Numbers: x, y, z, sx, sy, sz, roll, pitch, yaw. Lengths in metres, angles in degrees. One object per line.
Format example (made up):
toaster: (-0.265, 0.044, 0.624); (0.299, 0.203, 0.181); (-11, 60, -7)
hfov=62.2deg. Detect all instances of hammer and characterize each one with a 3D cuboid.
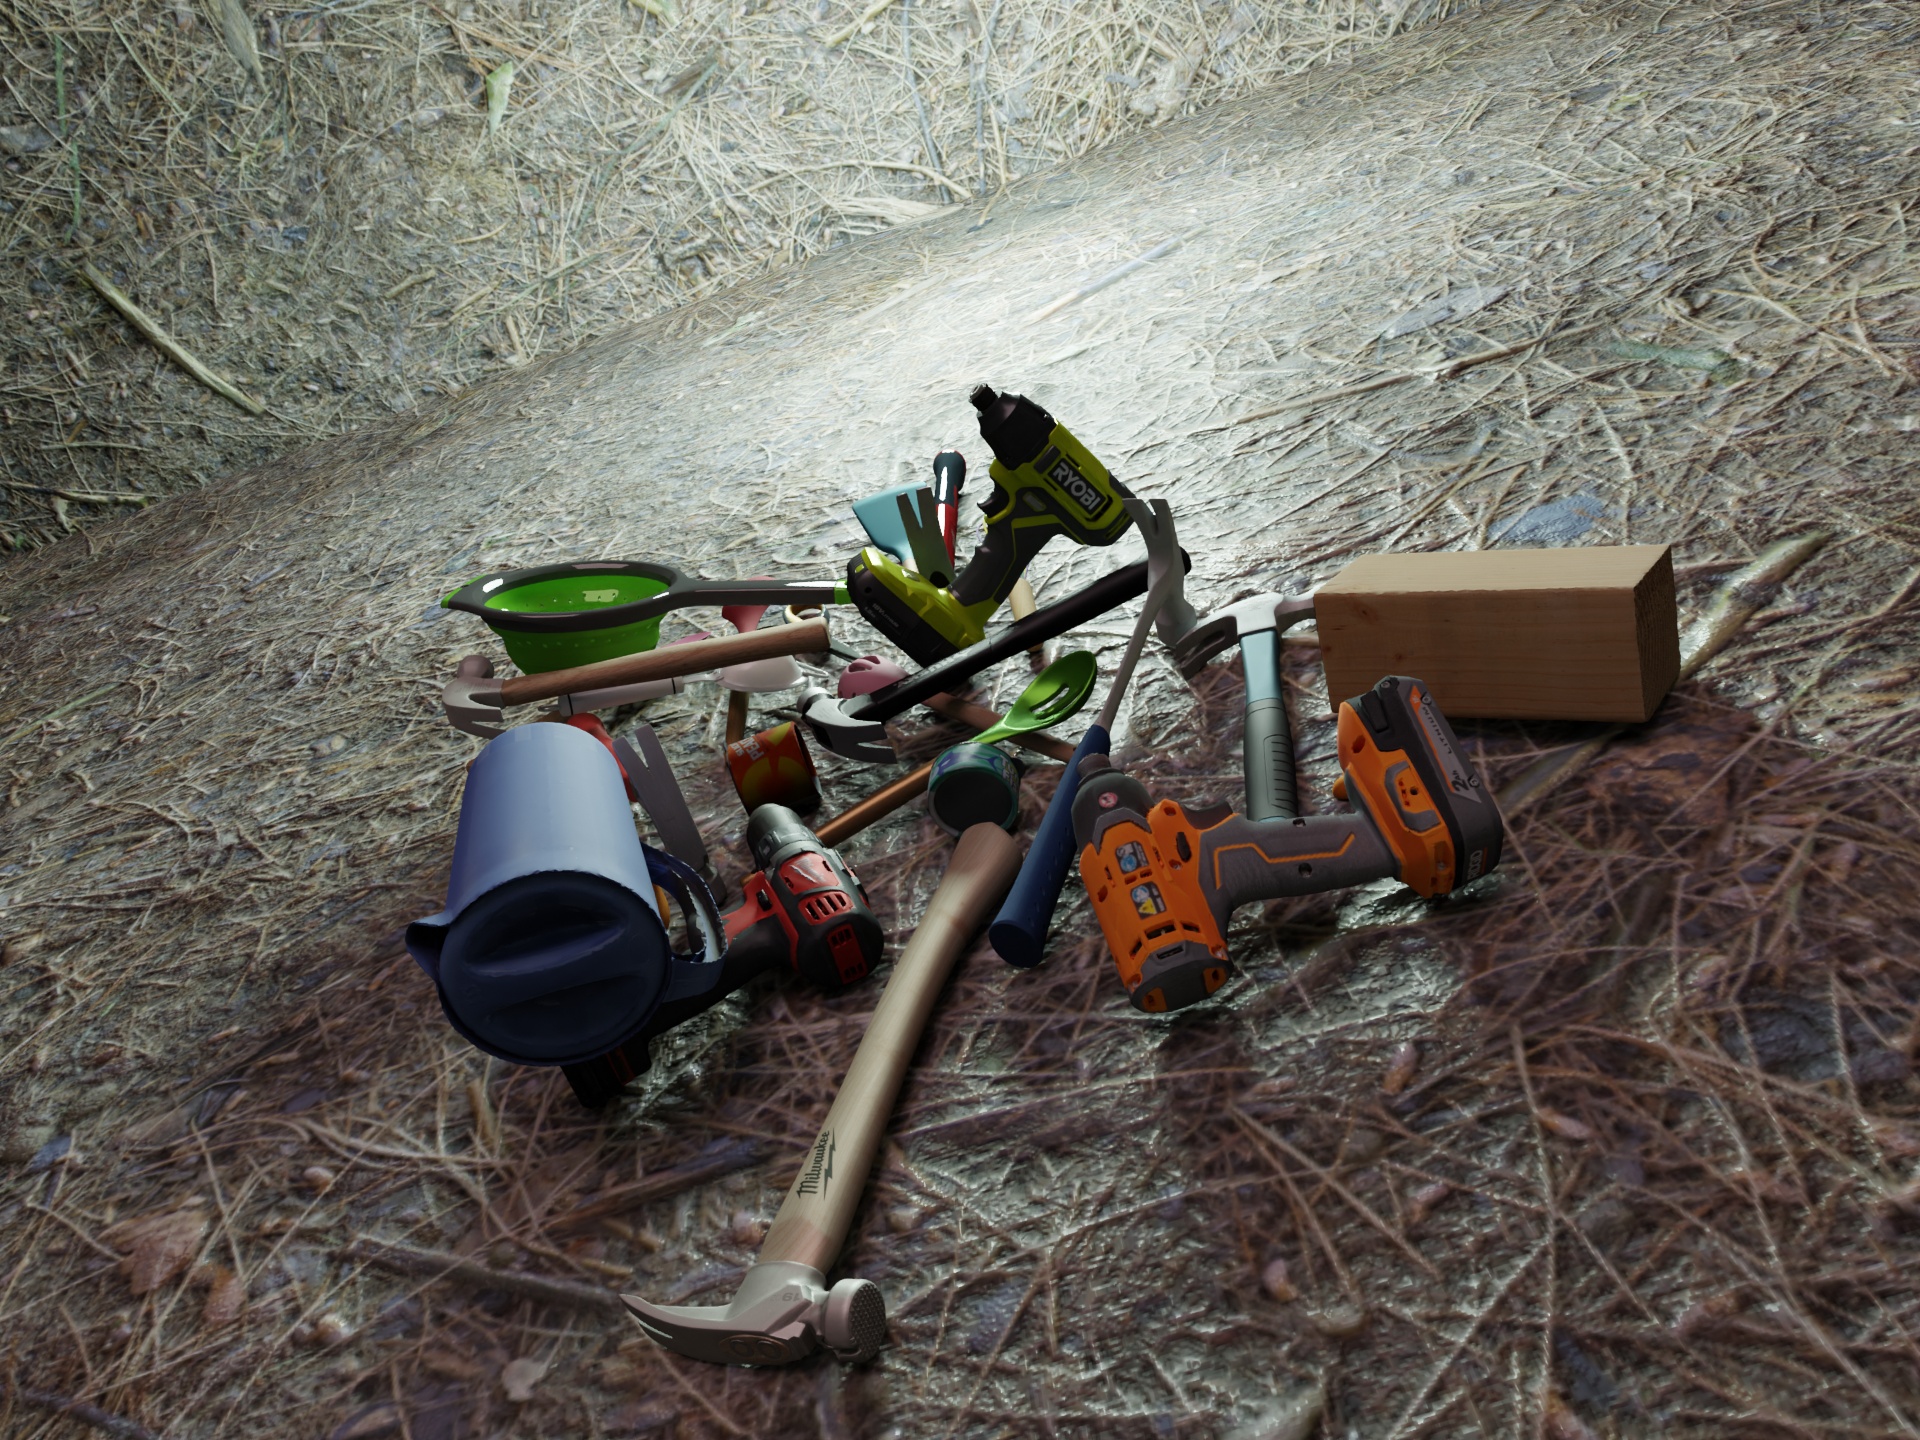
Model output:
hammer: (0.038, -0.060, 1.263); (0.335, 0.035, 0.146); (-27, 23, -13)
hammer: (0.215, 0.000, 1.113); (0.128, 0.033, 0.331); (-12, 30, 16)
hammer: (-0.275, -0.043, 1.353); (0.331, 0.031, 0.130); (-11, 27, -1)
hammer: (-0.020, -0.213, 1.555); (0.038, 0.143, 0.387); (-14, 25, 7)
hammer: (-0.279, 0.037, 1.305); (0.036, 0.149, 0.359); (-28, 22, -17)
hammer: (-0.053, 0.199, 0.953); (0.146, 0.038, 0.411); (-9, 30, 26)
hammer: (0.098, 0.001, 1.117); (0.035, 0.143, 0.406); (2, 42, 24)

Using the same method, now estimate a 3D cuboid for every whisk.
whisk: (0.055, -0.130, 1.448); (0.051, 0.047, 0.245); (-29, 31, 12)

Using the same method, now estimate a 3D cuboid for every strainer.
strainer: (-0.242, -0.036, 1.403); (0.258, 0.050, 0.087); (-12, 25, -16)

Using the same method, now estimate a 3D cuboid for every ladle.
ladle: (-0.203, -0.054, 1.485); (0.069, 0.031, 0.316); (-20, 34, 11)

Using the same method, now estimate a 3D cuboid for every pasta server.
pasta server: (-0.002, -0.004, 1.283); (0.060, 0.040, 0.316); (-37, 35, -26)

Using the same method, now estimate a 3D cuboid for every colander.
colander: (-0.272, -0.082, 1.475); (0.397, 0.094, 0.205); (0, 19, 6)

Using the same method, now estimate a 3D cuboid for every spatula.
spatula: (-0.052, -0.150, 1.550); (0.082, 0.044, 0.318); (-17, 29, 2)

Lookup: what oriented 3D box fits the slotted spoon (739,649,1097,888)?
slotted spoon: (-0.028, 0.043, 1.188); (0.314, 0.031, 0.070); (-31, 28, -3)

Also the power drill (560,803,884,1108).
power drill: (-0.179, 0.145, 1.084); (0.226, 0.080, 0.188); (-25, 33, -12)

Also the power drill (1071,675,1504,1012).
power drill: (0.179, 0.059, 0.934); (0.226, 0.084, 0.164); (-22, 57, 1)

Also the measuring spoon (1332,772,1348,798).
measuring spoon: (0.269, 0.014, 1.071); (0.021, 0.011, 0.117); (-5, 33, 29)

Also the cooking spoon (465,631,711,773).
cooking spoon: (-0.347, -0.022, 1.511); (0.069, 0.017, 0.319); (-8, 20, 37)

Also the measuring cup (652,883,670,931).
measuring cup: (-0.297, 0.160, 1.174); (0.173, 0.052, 0.095); (-20, 28, 8)

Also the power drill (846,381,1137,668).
power drill: (0.015, -0.156, 1.321); (0.223, 0.171, 0.080); (-47, 23, 9)
